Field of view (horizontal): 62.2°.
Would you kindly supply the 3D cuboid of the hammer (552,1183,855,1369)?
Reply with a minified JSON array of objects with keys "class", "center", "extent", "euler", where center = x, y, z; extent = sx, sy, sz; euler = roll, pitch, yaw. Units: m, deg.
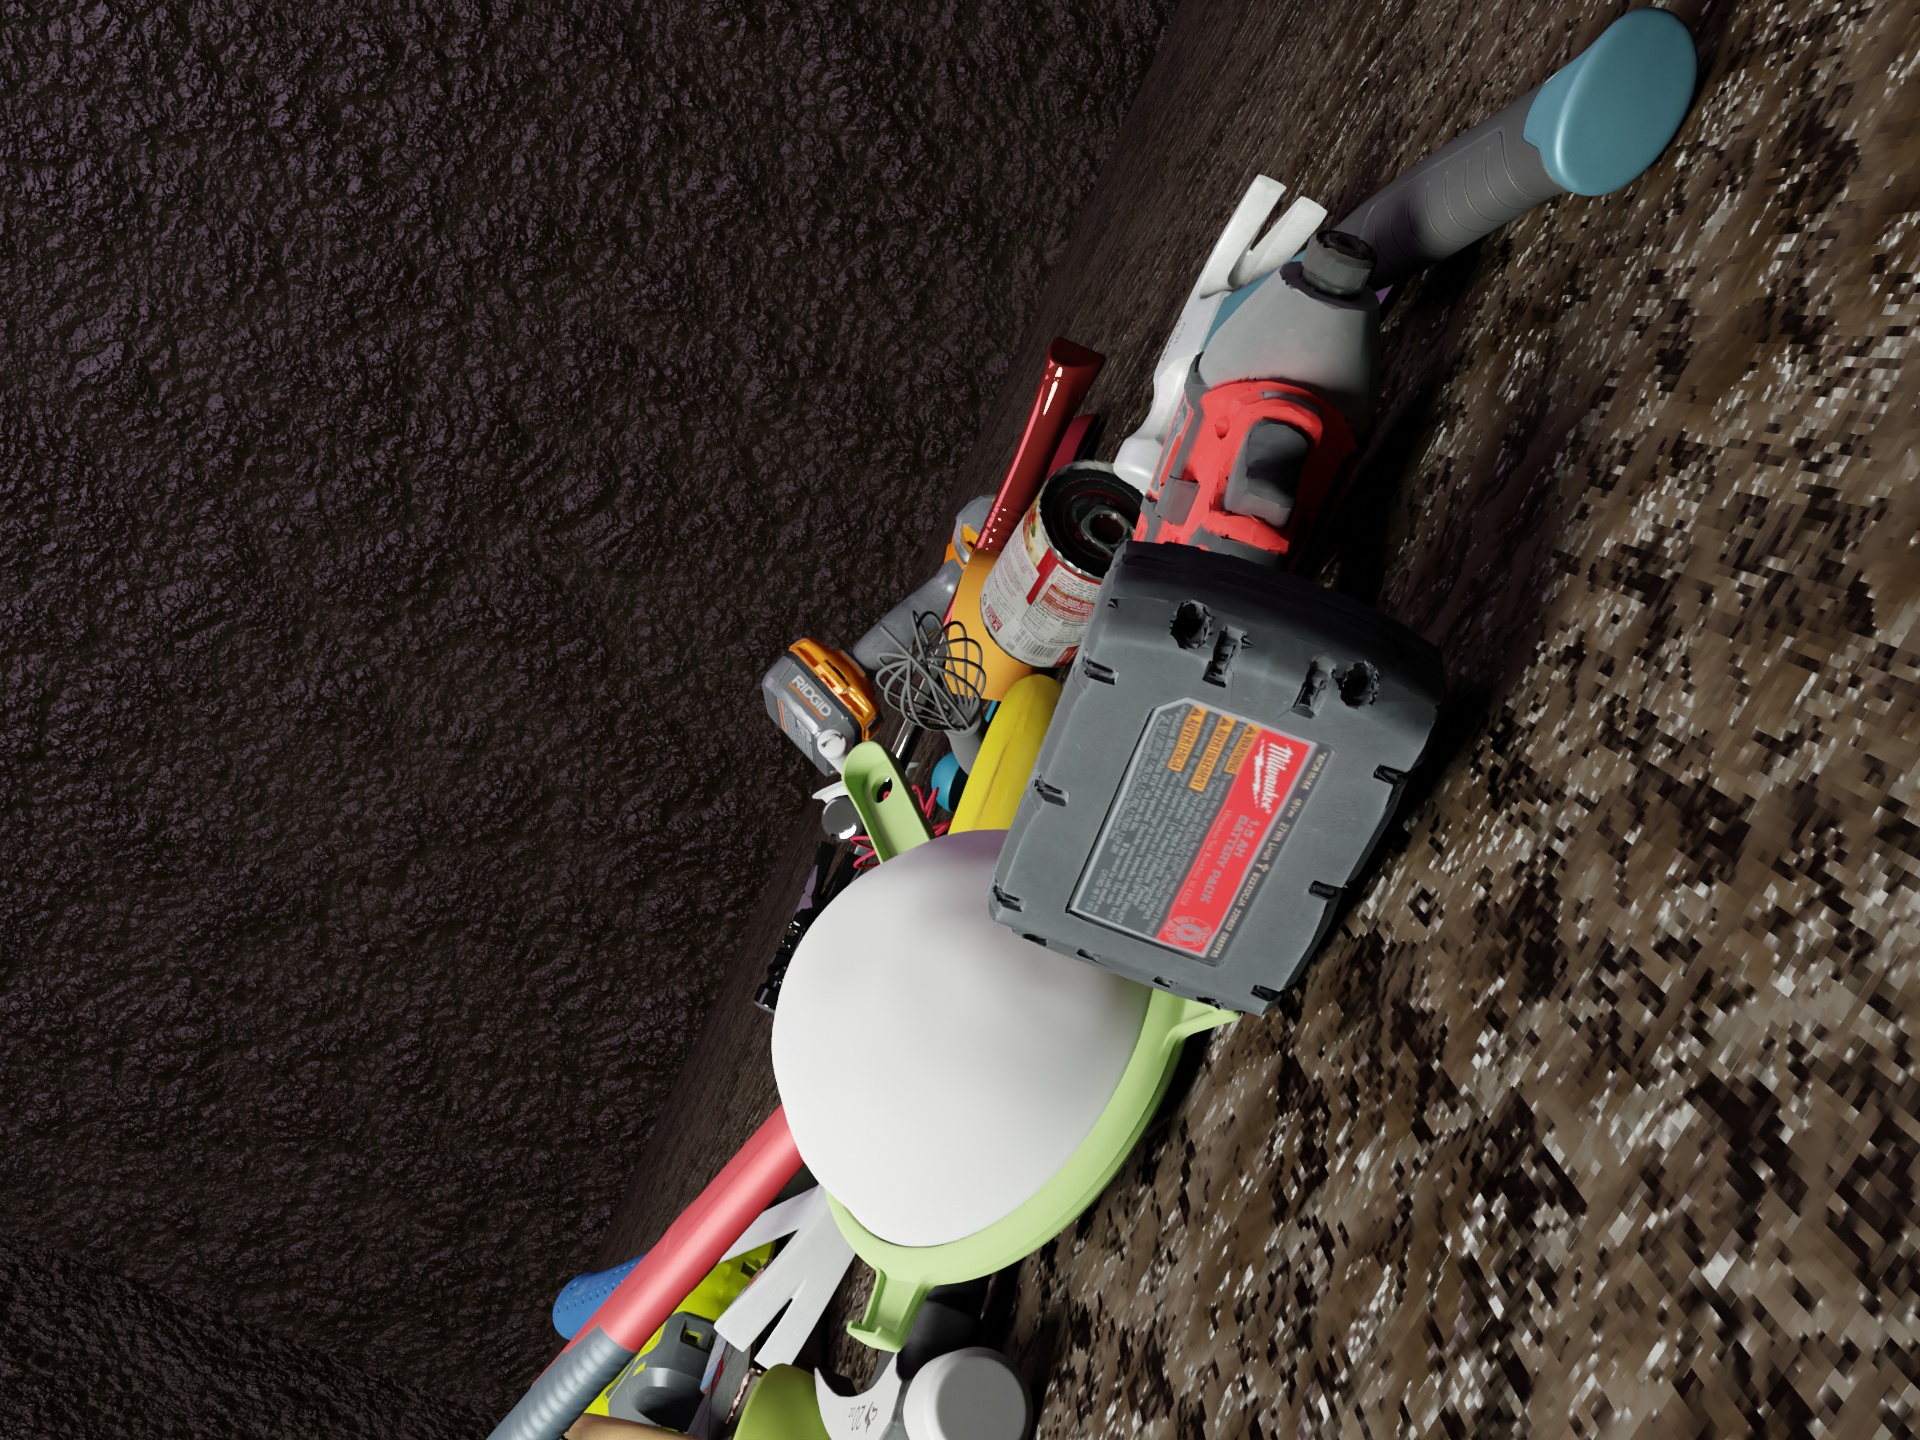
[{"class":"hammer","center":[-0.135,0.275,0.804],"extent":[0.405,0.035,0.144],"euler":[-41,11,51]}]

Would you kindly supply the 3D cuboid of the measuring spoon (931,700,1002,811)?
[{"class":"measuring spoon","center":[0.011,0.000,1.041],"extent":[0.129,0.021,0.042],"euler":[-64,-20,-19]}]

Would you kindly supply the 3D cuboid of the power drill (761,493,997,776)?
[{"class":"power drill","center":[-0.040,-0.062,1.197],"extent":[0.226,0.084,0.164],"euler":[-42,-7,-12]}]

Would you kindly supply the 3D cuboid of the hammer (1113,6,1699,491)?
[{"class":"hammer","center":[0.134,-0.157,0.548],"extent":[0.128,0.033,0.331],"euler":[-67,11,-3]}]

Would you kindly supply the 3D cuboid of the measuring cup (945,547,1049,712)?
[{"class":"measuring cup","center":[0.030,-0.025,0.961],"extent":[0.173,0.052,0.095],"euler":[86,-161,-45]}]

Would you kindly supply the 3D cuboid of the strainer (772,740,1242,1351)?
[{"class":"strainer","center":[-0.021,0.059,0.517],"extent":[0.151,0.069,0.257],"euler":[-47,30,9]}]

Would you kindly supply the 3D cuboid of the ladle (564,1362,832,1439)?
[{"class":"ladle","center":[-0.125,0.302,0.657],"extent":[0.320,0.062,0.078],"euler":[-30,43,55]}]

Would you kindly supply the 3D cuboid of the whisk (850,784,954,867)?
[{"class":"whisk","center":[-0.036,0.088,1.015],"extent":[0.295,0.073,0.073],"euler":[117,176,-79]}]

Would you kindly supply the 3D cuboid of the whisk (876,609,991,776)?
[{"class":"whisk","center":[-0.003,-0.003,0.841],"extent":[0.238,0.055,0.055],"euler":[59,-128,-71]}]

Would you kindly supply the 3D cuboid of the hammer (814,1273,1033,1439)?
[{"class":"hammer","center":[0.028,0.096,0.568],"extent":[0.146,0.035,0.335],"euler":[127,166,-58]}]

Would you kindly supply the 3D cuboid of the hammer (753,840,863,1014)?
[{"class":"hammer","center":[-0.082,0.140,0.990],"extent":[0.337,0.034,0.127],"euler":[160,134,-79]}]

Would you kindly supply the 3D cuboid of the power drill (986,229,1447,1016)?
[{"class":"power drill","center":[0.078,-0.041,0.443],"extent":[0.220,0.078,0.143],"euler":[-69,-2,-52]}]

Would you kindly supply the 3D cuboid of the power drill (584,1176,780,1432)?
[{"class":"power drill","center":[-0.182,0.388,1.008],"extent":[0.223,0.080,0.171],"euler":[-56,11,38]}]

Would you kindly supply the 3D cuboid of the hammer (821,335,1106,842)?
[{"class":"hammer","center":[0.011,-0.083,1.075],"extent":[0.359,0.037,0.149],"euler":[-66,-16,10]}]

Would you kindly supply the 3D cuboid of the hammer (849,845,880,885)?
[{"class":"hammer","center":[-0.075,0.172,1.100],"extent":[0.149,0.036,0.409],"euler":[-65,7,-3]}]

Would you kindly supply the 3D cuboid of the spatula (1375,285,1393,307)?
[{"class":"spatula","center":[0.103,-0.076,0.658],"extent":[0.315,0.018,0.060],"euler":[-60,10,32]}]

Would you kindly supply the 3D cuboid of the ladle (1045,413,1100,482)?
[{"class":"ladle","center":[0.068,-0.136,1.110],"extent":[0.316,0.031,0.069],"euler":[-78,13,-54]}]

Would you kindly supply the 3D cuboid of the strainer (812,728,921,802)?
[{"class":"strainer","center":[-0.074,0.040,1.138],"extent":[0.258,0.087,0.050],"euler":[66,-174,-77]}]

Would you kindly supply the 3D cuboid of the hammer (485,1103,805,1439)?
[{"class":"hammer","center":[-0.130,0.236,0.674],"extent":[0.386,0.038,0.143],"euler":[-50,8,20]}]
